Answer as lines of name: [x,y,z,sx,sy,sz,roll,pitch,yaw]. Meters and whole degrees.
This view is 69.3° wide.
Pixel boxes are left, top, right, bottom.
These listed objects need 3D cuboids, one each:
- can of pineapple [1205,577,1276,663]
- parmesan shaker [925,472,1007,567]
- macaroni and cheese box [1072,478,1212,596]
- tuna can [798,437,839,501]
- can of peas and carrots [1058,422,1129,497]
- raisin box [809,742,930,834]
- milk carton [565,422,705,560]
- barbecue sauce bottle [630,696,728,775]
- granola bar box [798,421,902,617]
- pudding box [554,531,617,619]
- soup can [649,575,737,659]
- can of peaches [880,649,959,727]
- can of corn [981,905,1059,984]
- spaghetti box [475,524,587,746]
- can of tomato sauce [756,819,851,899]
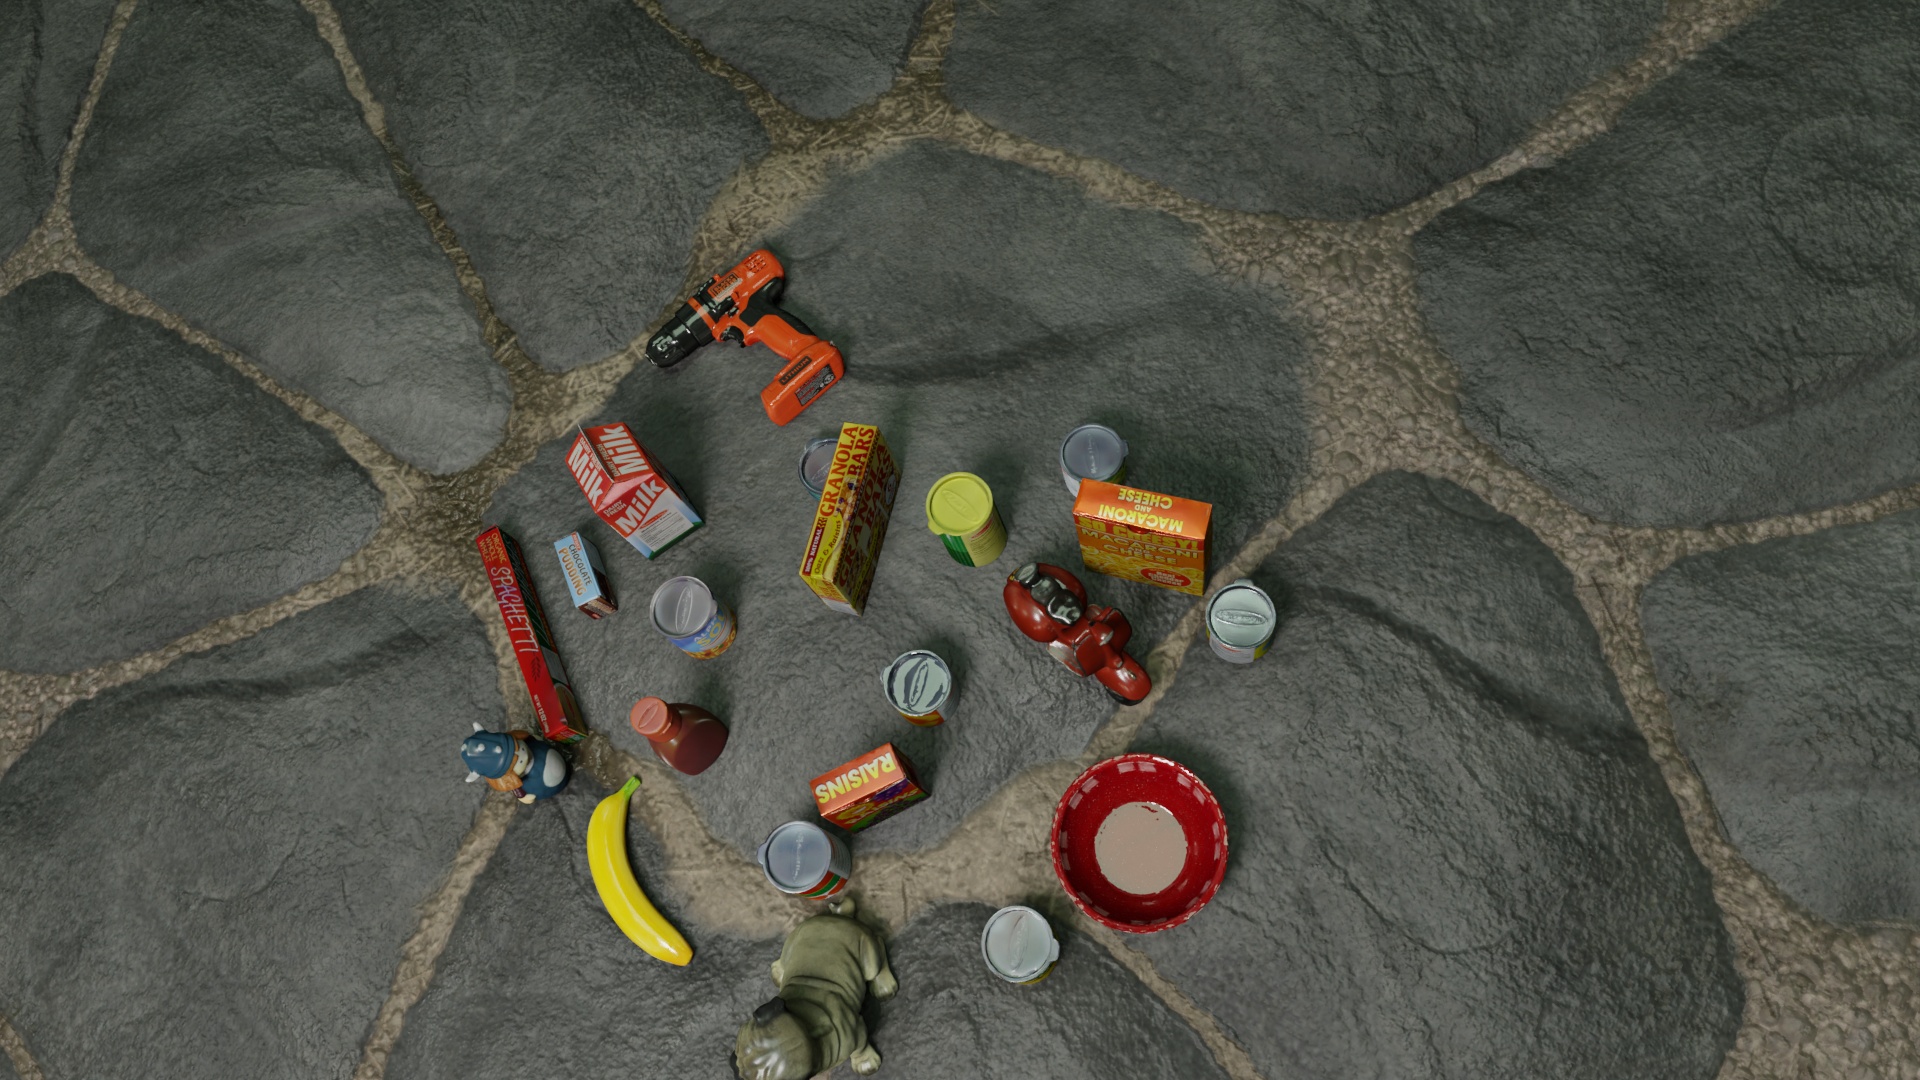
can of pineapple: [0.271,0.079,1.339,0.071,0.057,0.071,-3,70,9]
parmesan shaker: [0.005,-0.018,1.396,0.071,0.103,0.071,-3,70,9]
macaroni and cheese box: [0.177,0.000,1.326,0.124,0.166,0.040,12,73,14]
tuna can: [-0.138,-0.075,1.480,0.071,0.032,0.071,-3,70,9]
can of peas and carrots: [0.138,-0.079,1.420,0.071,0.058,0.071,-3,70,9]
raisin box: [-0.084,0.235,1.307,0.086,0.123,0.040,-25,68,0]
milk carton: [-0.338,-0.055,1.422,0.073,0.190,0.072,-35,68,-3]
barbecue sauce bottle: [-0.274,0.185,1.345,0.044,0.148,0.065,33,79,19]
granola bar box: [-0.109,-0.020,1.405,0.039,0.124,0.166,10,72,13]
pudding box: [-0.397,0.037,1.474,0.030,0.049,0.084,-26,68,0]
soup can: [-0.269,0.080,1.417,0.071,0.083,0.071,-3,70,9]
can of peaches: [-0.039,0.145,1.368,0.071,0.058,0.071,-3,70,9]
can of corn: [0.058,0.371,1.268,0.071,0.058,0.071,-3,70,9]
spaghetti box: [-0.452,0.098,1.461,0.029,0.050,0.251,-27,68,0]
can of tomato sauce: [-0.146,0.304,1.314,0.071,0.083,0.071,-3,70,9]
